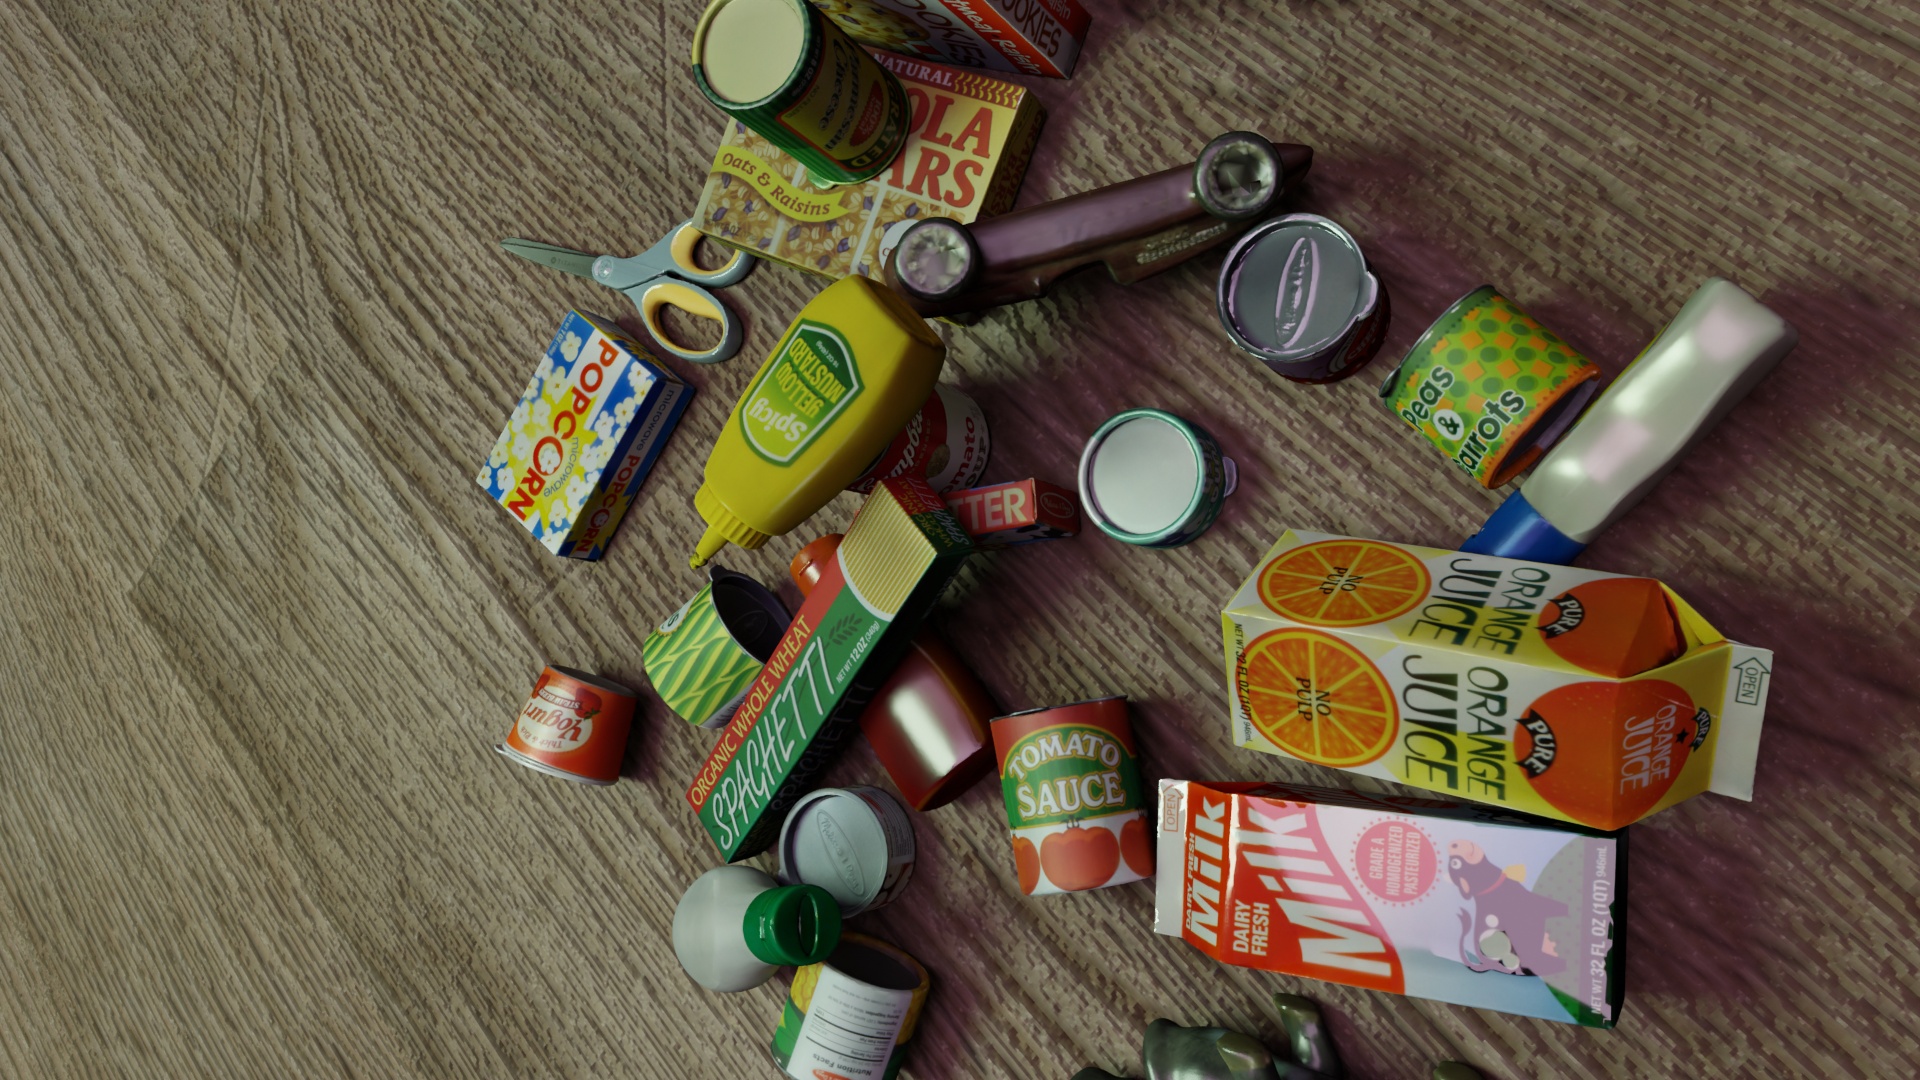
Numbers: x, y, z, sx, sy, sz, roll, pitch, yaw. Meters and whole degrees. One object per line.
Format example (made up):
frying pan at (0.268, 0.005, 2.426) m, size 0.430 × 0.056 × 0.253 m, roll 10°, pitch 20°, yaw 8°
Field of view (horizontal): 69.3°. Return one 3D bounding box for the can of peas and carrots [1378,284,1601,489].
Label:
can of peas and carrots at (0.220, -0.063, 0.581) m, size 0.059 × 0.071 × 0.071 m, roll 46°, pitch 106°, yaw 23°

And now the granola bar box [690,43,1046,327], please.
granola bar box at (-0.051, -0.199, 0.749) m, size 0.166 × 0.039 × 0.124 m, roll 23°, pitch 94°, yaw 23°

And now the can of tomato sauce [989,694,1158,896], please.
can of tomato sauce at (0.053, 0.119, 0.648) m, size 0.071 × 0.071 × 0.083 m, roll -15°, pitch 78°, yaw 26°

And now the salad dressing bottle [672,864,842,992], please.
salad dressing bottle at (-0.103, 0.194, 0.695) m, size 0.147 × 0.044 × 0.064 m, roll -29°, pitch 60°, yaw 59°

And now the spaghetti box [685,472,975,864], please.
spaghetti box at (-0.073, 0.073, 0.699) m, size 0.050 × 0.029 × 0.248 m, roll 52°, pitch 127°, yaw 25°

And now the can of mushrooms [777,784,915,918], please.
can of mushrooms at (-0.061, 0.162, 0.724) m, size 0.071 × 0.033 × 0.071 m, roll -3°, pitch 84°, yaw 27°

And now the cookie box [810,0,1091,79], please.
cookie box at (-0.035, -0.285, 0.708) m, size 0.167 × 0.123 × 0.040 m, roll 18°, pitch 94°, yaw 28°

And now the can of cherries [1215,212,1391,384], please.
can of cherries at (0.158, -0.106, 0.625) m, size 0.071 × 0.058 × 0.071 m, roll -4°, pitch 82°, yaw 27°

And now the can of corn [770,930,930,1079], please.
can of corn at (-0.055, 0.236, 0.697) m, size 0.071 × 0.071 × 0.058 m, roll 21°, pitch 94°, yaw 28°

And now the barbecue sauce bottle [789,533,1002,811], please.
barbecue sauce bottle at (-0.037, 0.063, 0.717) m, size 0.064 × 0.044 × 0.149 m, roll -46°, pitch 66°, yaw 23°

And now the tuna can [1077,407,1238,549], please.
tuna can at (0.094, -0.030, 0.664) m, size 0.071 × 0.033 × 0.071 m, roll -3°, pitch 83°, yaw 28°

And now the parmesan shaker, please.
parmesan shaker at (-0.078, -0.221, 0.683) m, size 0.071 × 0.103 × 0.071 m, roll -2°, pitch 84°, yaw 23°

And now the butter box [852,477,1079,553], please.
butter box at (0.002, -0.009, 0.698) m, size 0.103 × 0.053 × 0.024 m, roll -9°, pitch 79°, yaw 26°

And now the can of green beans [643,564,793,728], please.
can of green beans at (-0.129, 0.059, 0.752) m, size 0.057 × 0.071 × 0.071 m, roll -39°, pitch 69°, yaw 19°

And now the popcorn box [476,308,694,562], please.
popcorn box at (-0.225, -0.063, 0.831) m, size 0.085 × 0.038 × 0.126 m, roll 37°, pitch 102°, yaw 25°

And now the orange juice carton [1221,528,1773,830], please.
orange juice carton at (0.208, 0.054, 0.550) m, size 0.193 × 0.073 × 0.071 m, roll 9°, pitch 124°, yaw 33°

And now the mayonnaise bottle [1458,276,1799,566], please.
mayonnaise bottle at (0.265, -0.037, 0.560) m, size 0.041 × 0.065 × 0.147 m, roll 46°, pitch 115°, yaw 19°

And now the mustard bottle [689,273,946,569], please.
mustard bottle at (-0.076, -0.043, 0.628) m, size 0.160 × 0.049 × 0.065 m, roll -50°, pitch 64°, yaw 15°

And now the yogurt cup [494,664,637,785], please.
yogurt cup at (-0.221, 0.105, 0.798) m, size 0.072 × 0.072 × 0.054 m, roll 17°, pitch 85°, yaw 28°

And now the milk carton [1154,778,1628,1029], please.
milk carton at (0.172, 0.144, 0.581) m, size 0.190 × 0.073 × 0.072 m, roll 1°, pitch 85°, yaw 28°
